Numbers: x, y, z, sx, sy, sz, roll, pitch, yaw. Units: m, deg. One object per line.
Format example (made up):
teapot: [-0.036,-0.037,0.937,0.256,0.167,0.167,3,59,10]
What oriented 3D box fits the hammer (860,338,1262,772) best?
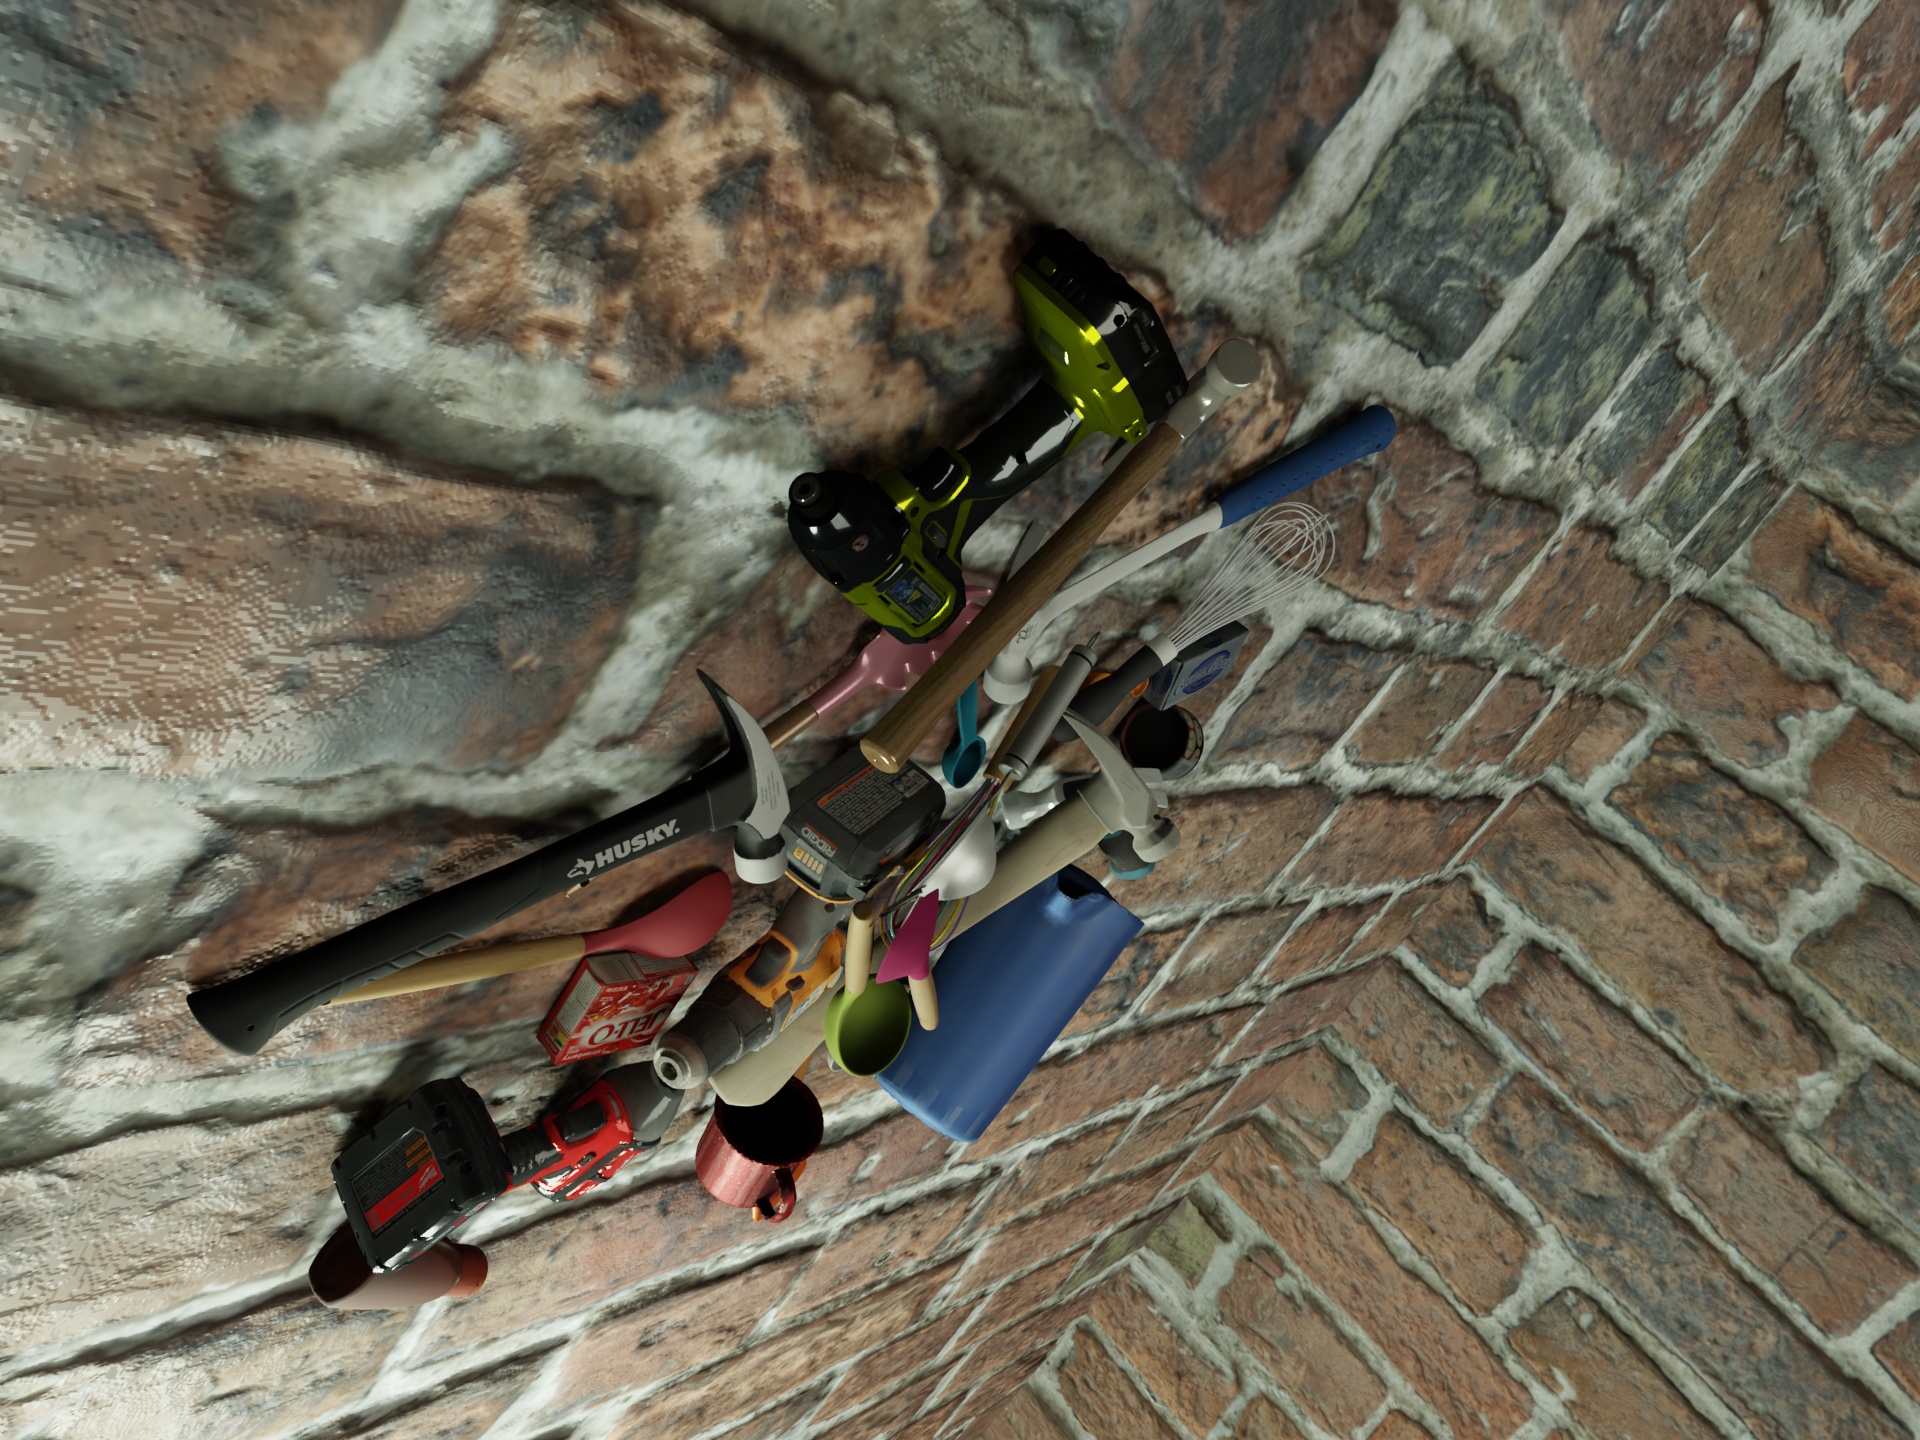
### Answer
hammer: [0.055,-0.095,0.961,0.331,0.031,0.130,-48,-176,-17]

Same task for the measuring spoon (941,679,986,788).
measuring spoon: [-0.002,-0.004,1.138,0.042,0.021,0.128,-43,147,-34]

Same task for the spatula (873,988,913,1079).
spatula: [0.017,0.250,1.489,0.317,0.044,0.082,-10,126,-52]

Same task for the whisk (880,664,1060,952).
whisk: [0.011,0.061,1.157,0.051,0.047,0.245,40,71,-31]

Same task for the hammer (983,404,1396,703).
hammer: [0.181,-0.150,1.168,0.405,0.035,0.144,-30,150,-29]

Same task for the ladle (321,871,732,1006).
ladle: [-0.252,0.138,0.958,0.315,0.031,0.069,-5,130,-51]

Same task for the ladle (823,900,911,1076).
ladle: [-0.060,0.179,1.080,0.078,0.062,0.320,-57,172,-22]

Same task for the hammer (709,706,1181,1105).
hammer: [-0.033,0.157,1.232,0.410,0.146,0.038,-37,-162,4]

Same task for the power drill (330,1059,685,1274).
power drill: [-0.278,0.275,1.034,0.143,0.079,0.219,-39,161,21]

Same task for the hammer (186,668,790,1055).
hammer: [-0.244,0.087,0.863,0.335,0.035,0.146,-25,131,-28]

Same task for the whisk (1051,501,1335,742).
whisk: [0.182,-0.076,1.248,0.284,0.070,0.070,-39,153,-8]

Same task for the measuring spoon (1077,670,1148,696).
measuring spoon: [0.116,-0.031,1.275,0.116,0.011,0.021,2,121,-52]

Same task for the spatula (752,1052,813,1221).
spatula: [-0.132,0.302,1.348,0.081,0.041,0.322,-40,157,-50]

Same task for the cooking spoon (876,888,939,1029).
cooking spoon: [-0.027,0.178,1.101,0.069,0.017,0.318,-54,167,-17]

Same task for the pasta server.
pasta server: [-0.109,0.011,0.972,0.316,0.040,0.060,-37,128,-14]

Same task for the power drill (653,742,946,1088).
power drill: [-0.114,0.137,1.062,0.185,0.084,0.226,-36,159,-55]

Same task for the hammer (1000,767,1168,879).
hammer: [0.132,0.099,1.418,0.128,0.033,0.330,-14,162,10]

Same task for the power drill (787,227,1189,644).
power drill: [0.010,-0.151,0.874,0.223,0.080,0.171,-44,155,3]

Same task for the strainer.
strainer: [0.034,0.039,1.074,0.258,0.050,0.087,-57,-179,-21]

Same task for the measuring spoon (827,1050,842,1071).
measuring spoon: [-0.101,0.257,1.366,0.034,0.018,0.124,-28,142,-31]
